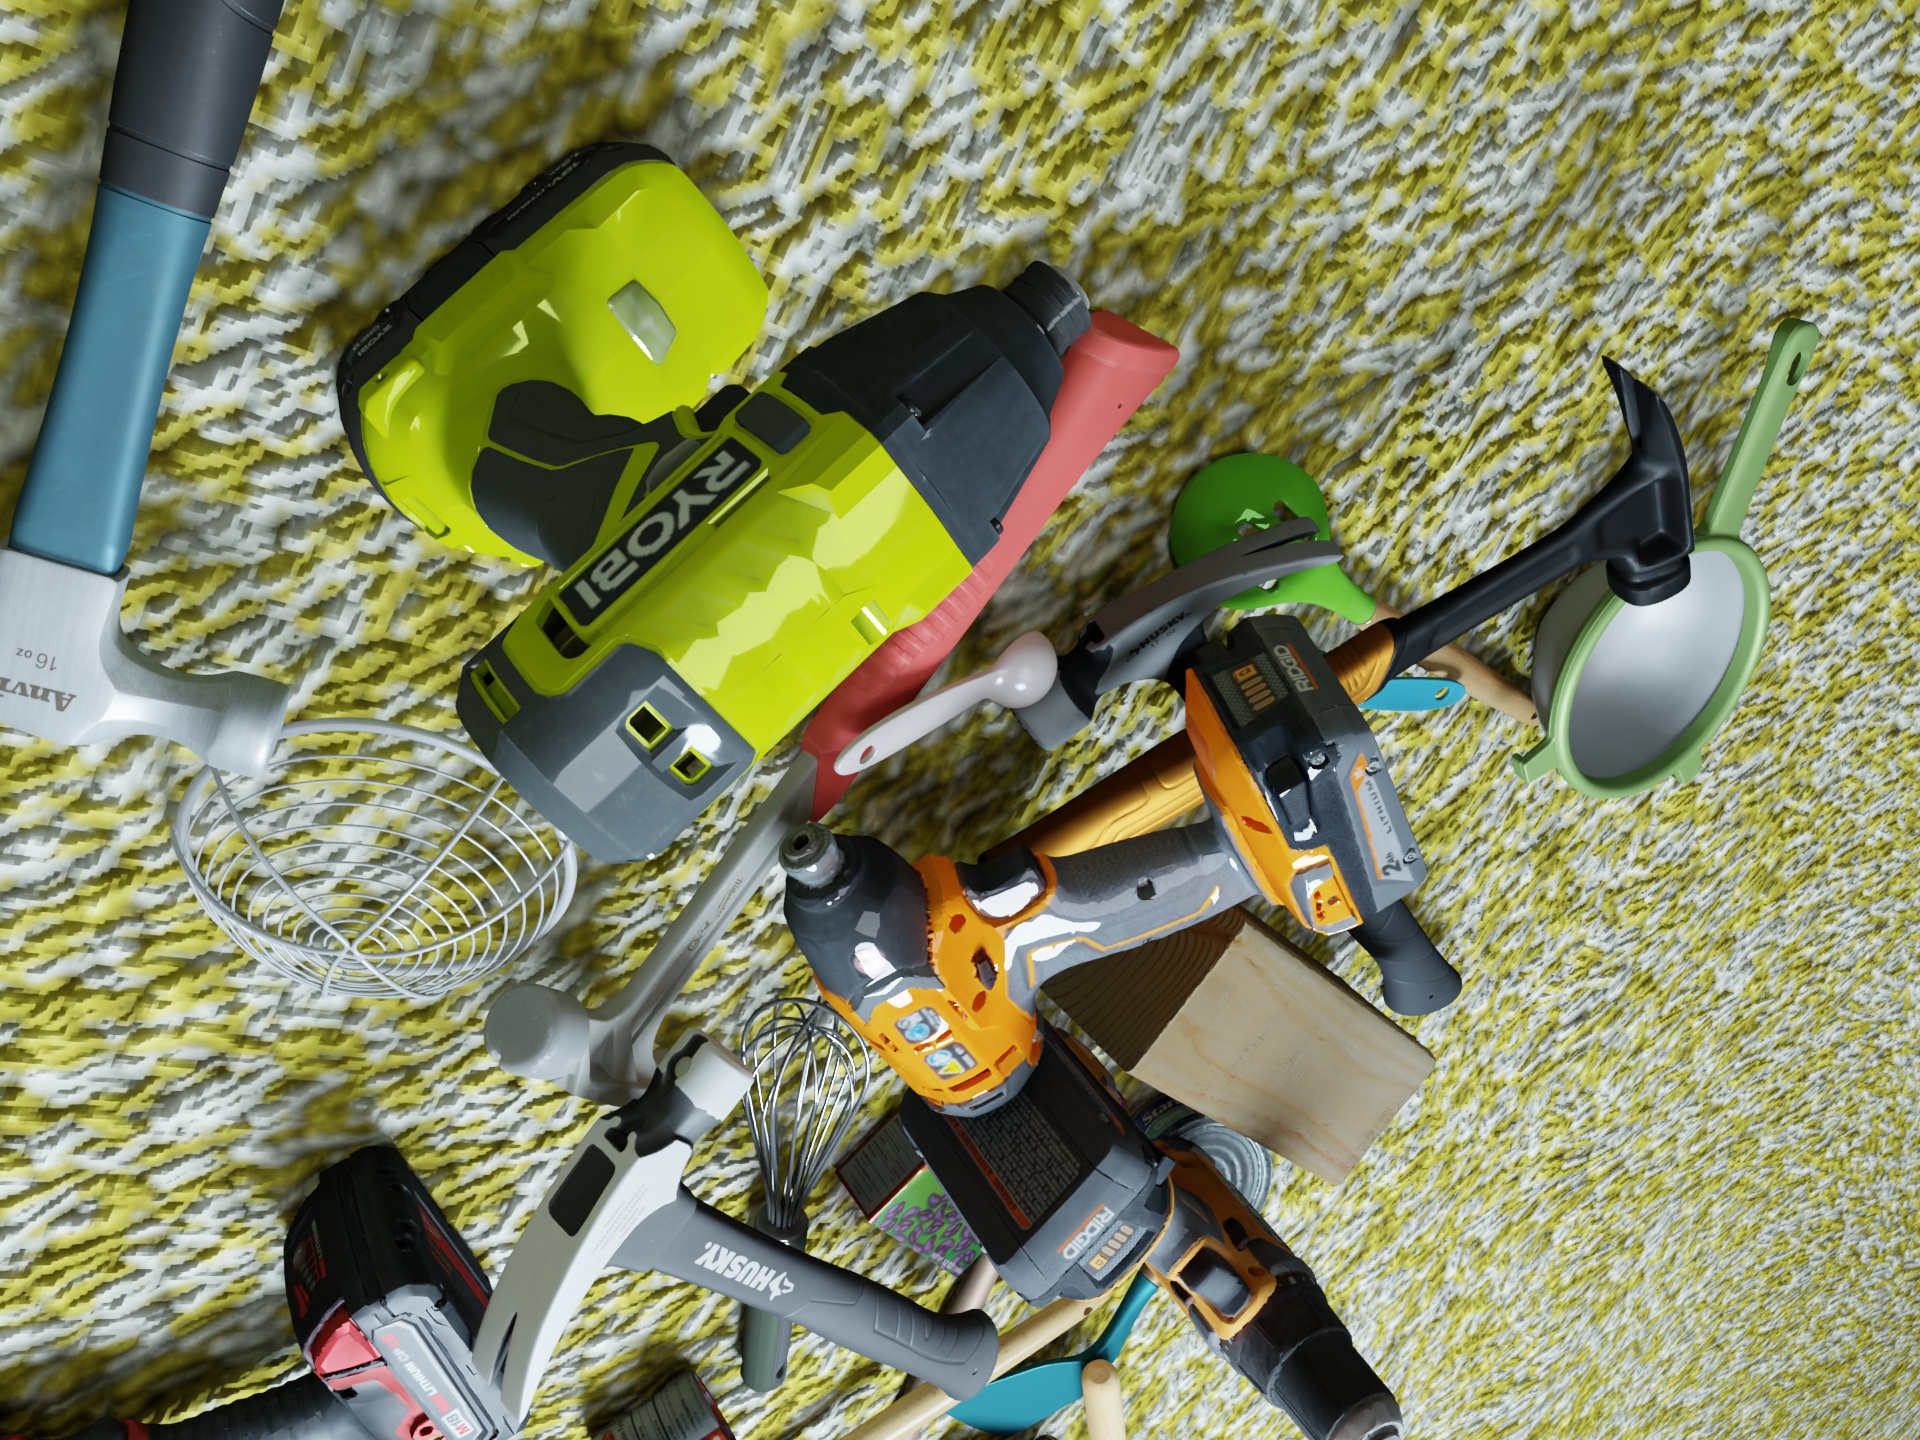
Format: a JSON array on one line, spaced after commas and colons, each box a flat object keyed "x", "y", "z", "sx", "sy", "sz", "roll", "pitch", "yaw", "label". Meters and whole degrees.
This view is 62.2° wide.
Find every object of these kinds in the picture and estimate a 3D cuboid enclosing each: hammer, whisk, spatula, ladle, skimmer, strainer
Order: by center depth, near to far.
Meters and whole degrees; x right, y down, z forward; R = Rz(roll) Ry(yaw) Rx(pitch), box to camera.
[{"x": -0.206, "y": -0.150, "z": 0.419, "sx": 0.128, "sy": 0.033, "sz": 0.331, "roll": 16, "pitch": 103, "yaw": -22, "label": "hammer"}, {"x": -0.106, "y": -0.043, "z": 0.565, "sx": 0.363, "sy": 0.090, "sz": 0.127, "roll": -46, "pitch": 132, "yaw": -16, "label": "skimmer"}, {"x": -0.032, "y": -0.004, "z": 0.616, "sx": 0.359, "sy": 0.037, "sz": 0.149, "roll": -53, "pitch": 156, "yaw": -3, "label": "hammer"}, {"x": 0.153, "y": -0.018, "z": 0.668, "sx": 0.337, "sy": 0.034, "sz": 0.127, "roll": -32, "pitch": 136, "yaw": 3, "label": "hammer"}, {"x": -0.068, "y": 0.253, "z": 0.690, "sx": 0.146, "sy": 0.035, "sz": 0.334, "roll": -52, "pitch": 140, "yaw": -10, "label": "hammer"}, {"x": -0.080, "y": 0.223, "z": 0.727, "sx": 0.058, "sy": 0.059, "sz": 0.246, "roll": -60, "pitch": 162, "yaw": -58, "label": "whisk"}, {"x": 0.179, "y": 0.053, "z": 0.793, "sx": 0.149, "sy": 0.036, "sz": 0.408, "roll": -36, "pitch": 135, "yaw": 9, "label": "hammer"}, {"x": -0.058, "y": 0.379, "z": 0.824, "sx": 0.315, "sy": 0.031, "sz": 0.069, "roll": -30, "pitch": 129, "yaw": -8, "label": "ladle"}, {"x": 0.362, "y": -0.086, "z": 0.825, "sx": 0.151, "sy": 0.069, "sz": 0.256, "roll": 1, "pitch": 114, "yaw": -32, "label": "strainer"}, {"x": 0.117, "y": 0.293, "z": 0.914, "sx": 0.317, "sy": 0.044, "sz": 0.082, "roll": -50, "pitch": 131, "yaw": -5, "label": "spatula"}, {"x": 0.094, "y": 0.445, "z": 0.952, "sx": 0.244, "sy": 0.047, "sz": 0.051, "roll": 81, "pitch": 30, "yaw": -42, "label": "whisk"}]

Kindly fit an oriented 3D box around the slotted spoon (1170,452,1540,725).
[{"x": 0.211, "y": -0.047, "z": 0.776, "sx": 0.313, "sy": 0.031, "sz": 0.070, "roll": 22, "pitch": 108, "yaw": -41, "label": "slotted spoon"}]

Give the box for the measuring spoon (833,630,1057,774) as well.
[{"x": -0.001, "y": -0.002, "z": 0.608, "sx": 0.124, "sy": 0.018, "sz": 0.034, "roll": -29, "pitch": 146, "yaw": -43, "label": "measuring spoon"}]

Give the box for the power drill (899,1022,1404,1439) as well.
[{"x": 0.093, "y": 0.235, "z": 0.705, "sx": 0.084, "sy": 0.186, "sz": 0.226, "roll": -48, "pitch": 129, "yaw": 2, "label": "power drill"}]

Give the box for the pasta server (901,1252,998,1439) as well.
[{"x": -0.030, "y": 0.396, "z": 0.865, "sx": 0.060, "sy": 0.040, "sz": 0.316, "roll": 18, "pitch": 104, "yaw": -27, "label": "pasta server"}]

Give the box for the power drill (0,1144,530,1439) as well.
[{"x": -0.296, "y": 0.252, "z": 0.581, "sx": 0.226, "sy": 0.080, "sz": 0.187, "roll": -27, "pitch": 128, "yaw": -14, "label": "power drill"}]

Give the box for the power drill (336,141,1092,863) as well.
[{"x": -0.077, "y": -0.080, "z": 0.432, "sx": 0.171, "sy": 0.223, "sz": 0.080, "roll": -44, "pitch": 132, "yaw": -4, "label": "power drill"}]

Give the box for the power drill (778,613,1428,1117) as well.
[{"x": 0.048, "y": 0.054, "z": 0.605, "sx": 0.226, "sy": 0.084, "sz": 0.164, "roll": -28, "pitch": 134, "yaw": 7, "label": "power drill"}]

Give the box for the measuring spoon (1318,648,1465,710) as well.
[{"x": 0.197, "y": -0.019, "z": 0.781, "sx": 0.128, "sy": 0.021, "sz": 0.042, "roll": 1, "pitch": 130, "yaw": -31, "label": "measuring spoon"}]
